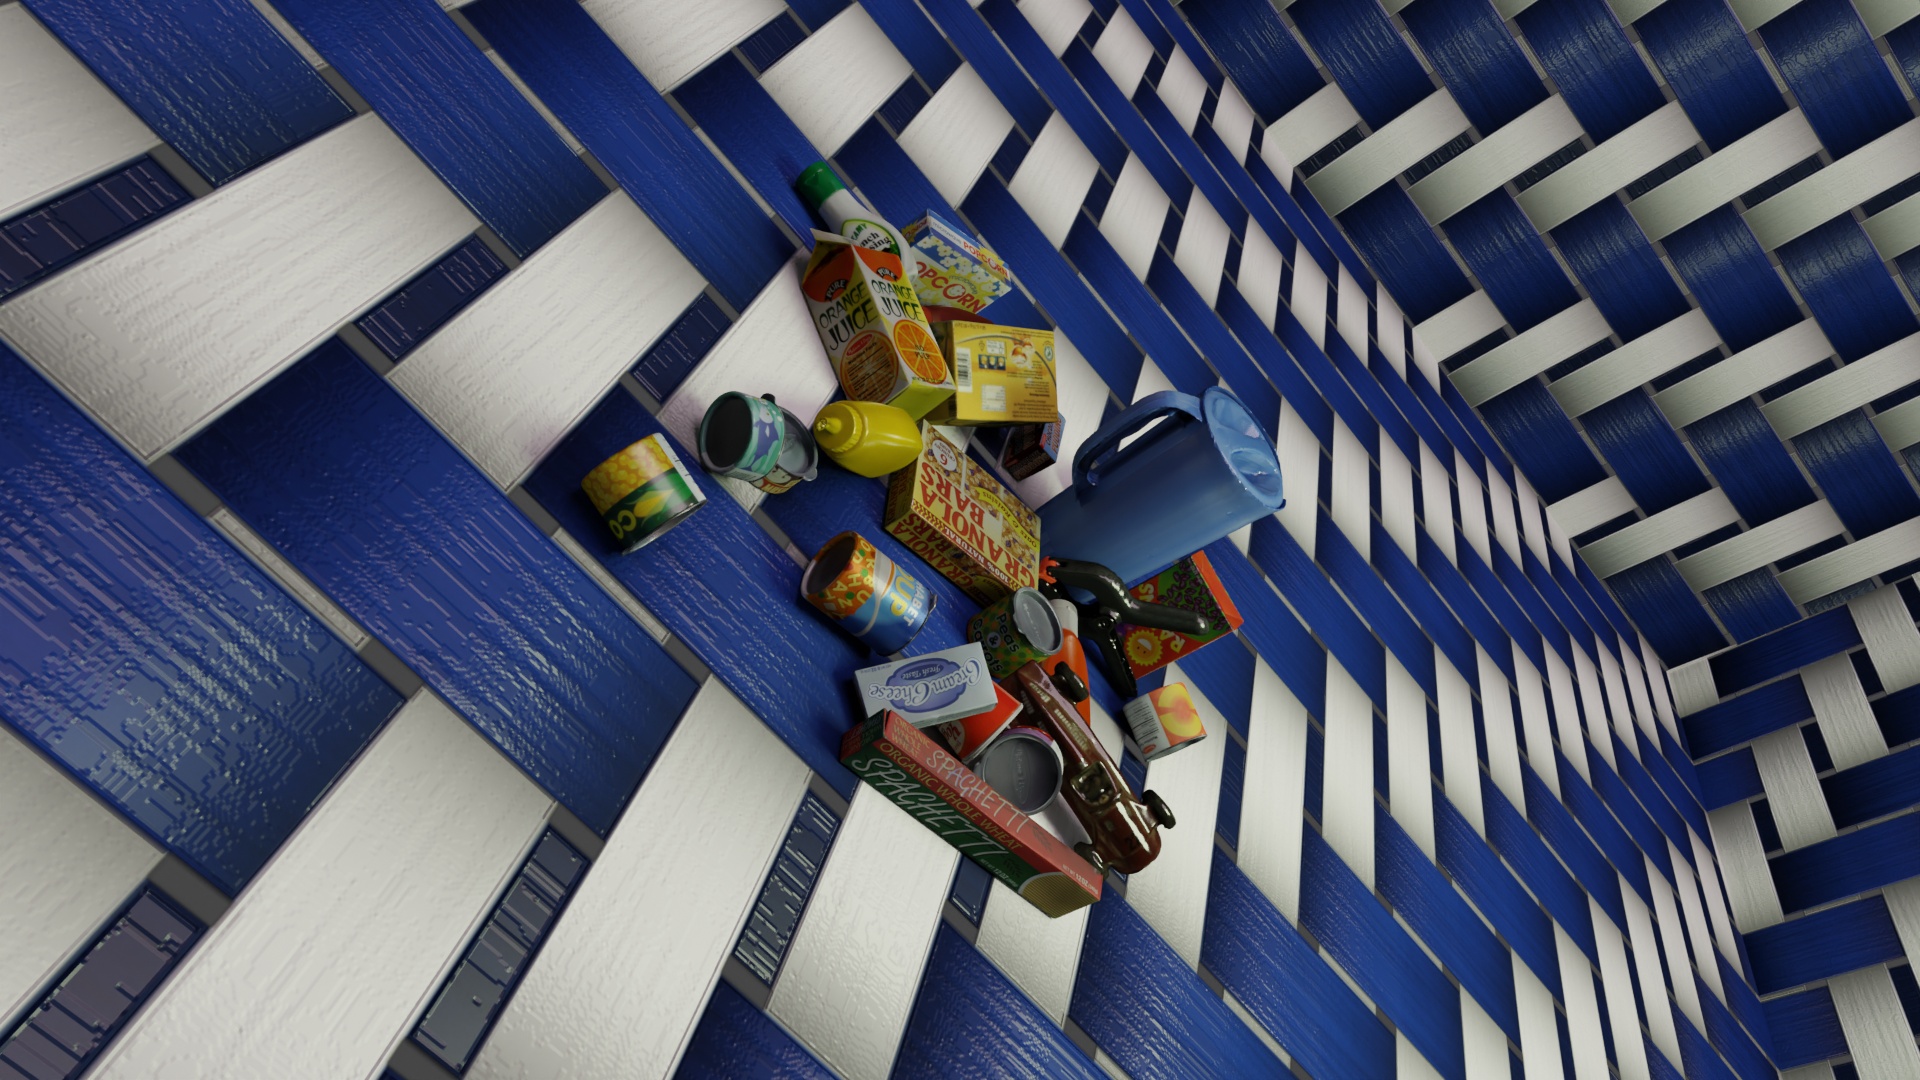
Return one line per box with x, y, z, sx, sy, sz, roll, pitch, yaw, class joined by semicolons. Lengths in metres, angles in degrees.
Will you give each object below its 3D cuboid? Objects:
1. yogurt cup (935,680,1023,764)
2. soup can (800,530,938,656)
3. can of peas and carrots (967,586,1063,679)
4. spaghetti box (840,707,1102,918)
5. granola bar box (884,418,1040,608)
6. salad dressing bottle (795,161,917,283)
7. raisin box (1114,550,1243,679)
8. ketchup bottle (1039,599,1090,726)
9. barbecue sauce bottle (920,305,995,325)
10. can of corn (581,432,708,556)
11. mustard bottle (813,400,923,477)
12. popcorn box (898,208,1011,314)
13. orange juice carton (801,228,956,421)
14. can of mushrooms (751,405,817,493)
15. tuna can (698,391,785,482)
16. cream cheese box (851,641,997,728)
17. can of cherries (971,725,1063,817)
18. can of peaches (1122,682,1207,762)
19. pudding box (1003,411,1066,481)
0.009;0.139;1.123;0.054;0.072;0.073;46;31;3;yogurt cup
-0.072;0.040;1.090;0.083;0.071;0.072;40;36;-27;soup can
0.047;0.083;1.231;0.071;0.058;0.071;34;39;-33;can of peas and carrots
0.011;0.215;1.074;0.249;0.050;0.029;41;34;-25;spaghetti box
0.005;-0.016;1.277;0.165;0.039;0.125;39;35;-28;granola bar box
-0.104;-0.305;1.364;0.147;0.064;0.044;51;12;5;salad dressing bottle
0.209;0.077;1.400;0.086;0.123;0.040;61;30;4;raisin box
0.090;0.119;1.272;0.064;0.043;0.149;34;38;-26;ketchup bottle
-0.018;-0.211;1.413;0.148;0.043;0.065;11;61;-49;barbecue sauce bottle
-0.220;-0.032;0.955;0.058;0.071;0.071;56;31;-2;can of corn
-0.084;-0.089;1.165;0.049;0.065;0.160;63;15;13;mustard bottle
-0.020;-0.278;1.427;0.126;0.085;0.038;26;45;-42;popcorn box
-0.084;-0.205;1.287;0.072;0.072;0.193;0;63;-54;orange juice carton
-0.149;-0.071;1.117;0.071;0.033;0.071;36;37;-33;can of mushrooms
-0.167;-0.082;1.066;0.033;0.071;0.071;14;52;-49;tuna can
-0.027;0.117;1.077;0.104;0.024;0.053;-12;70;-16;cream cheese box
0.047;0.184;1.121;0.071;0.071;0.058;60;4;3;can of cherries
0.200;0.176;1.354;0.071;0.071;0.058;1;62;-54;can of peaches
0.077;-0.103;1.444;0.030;0.049;0.084;48;33;-22;pudding box
